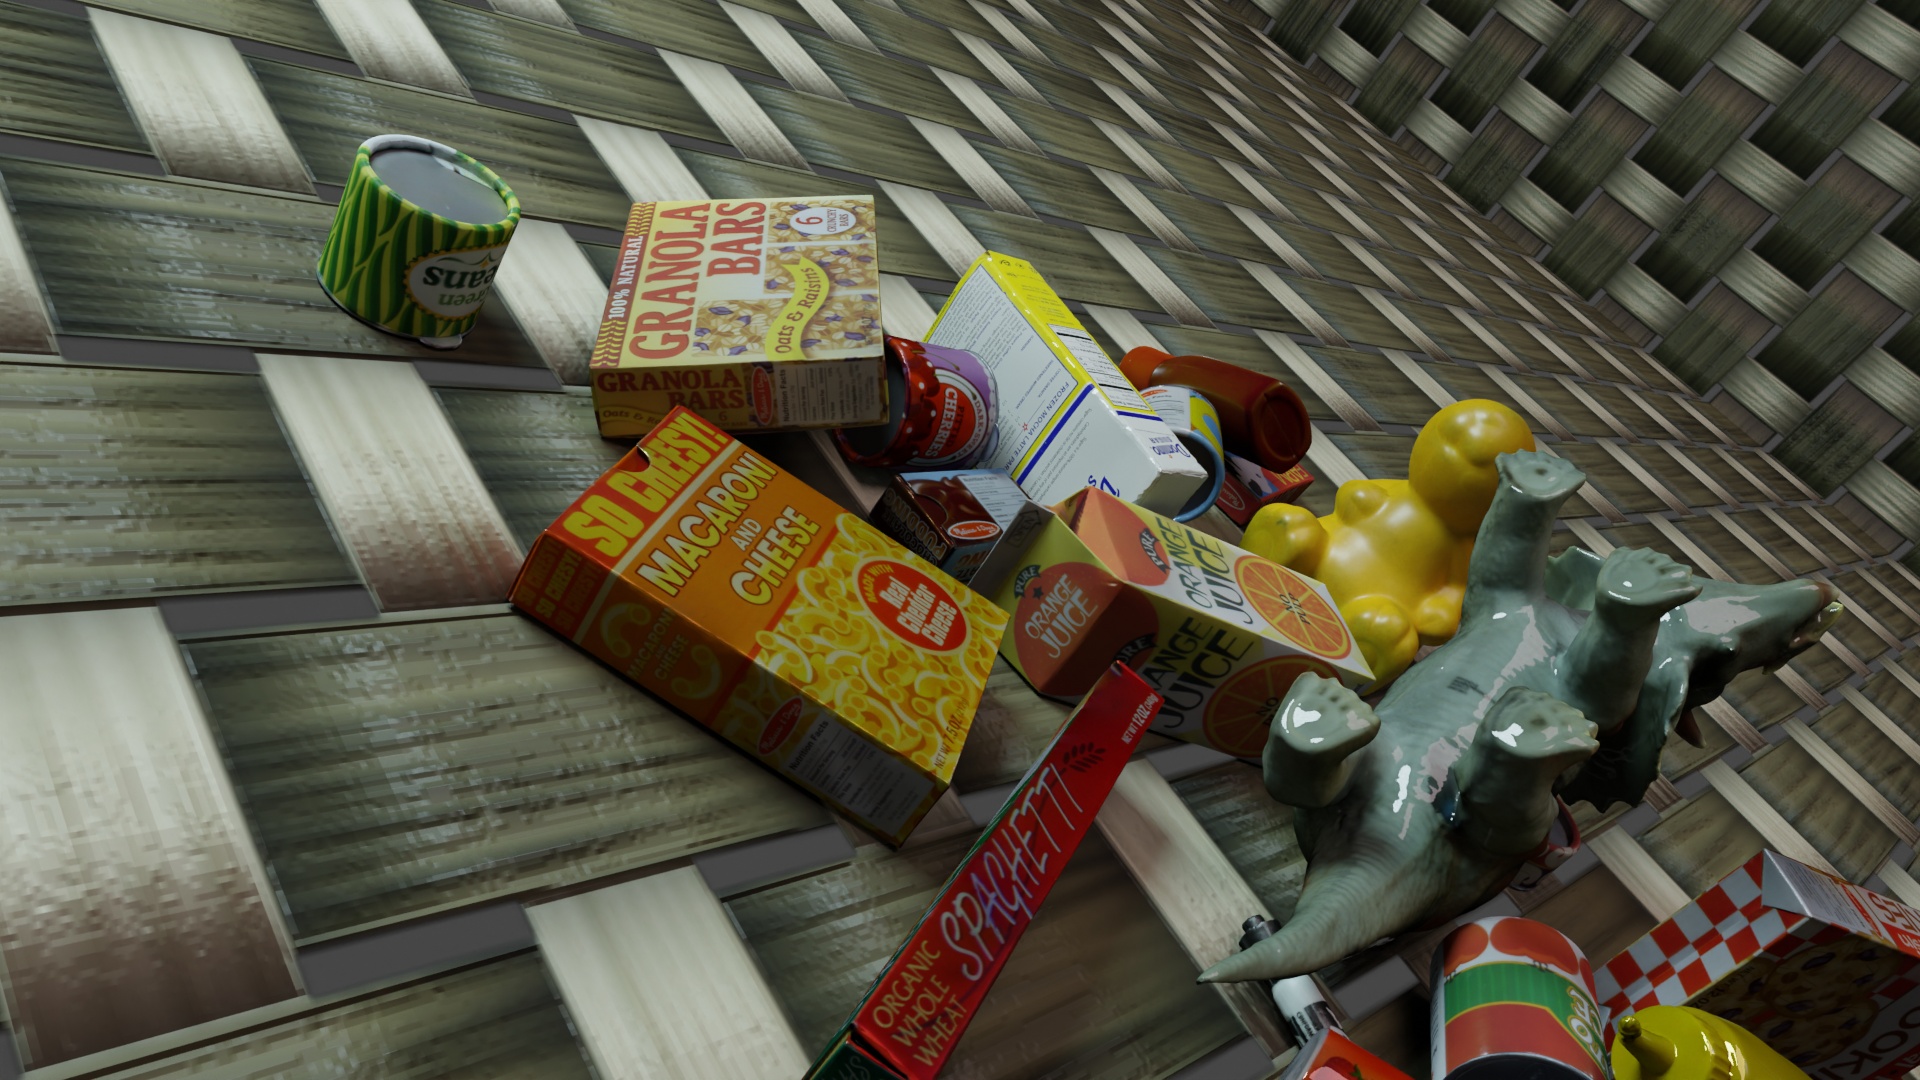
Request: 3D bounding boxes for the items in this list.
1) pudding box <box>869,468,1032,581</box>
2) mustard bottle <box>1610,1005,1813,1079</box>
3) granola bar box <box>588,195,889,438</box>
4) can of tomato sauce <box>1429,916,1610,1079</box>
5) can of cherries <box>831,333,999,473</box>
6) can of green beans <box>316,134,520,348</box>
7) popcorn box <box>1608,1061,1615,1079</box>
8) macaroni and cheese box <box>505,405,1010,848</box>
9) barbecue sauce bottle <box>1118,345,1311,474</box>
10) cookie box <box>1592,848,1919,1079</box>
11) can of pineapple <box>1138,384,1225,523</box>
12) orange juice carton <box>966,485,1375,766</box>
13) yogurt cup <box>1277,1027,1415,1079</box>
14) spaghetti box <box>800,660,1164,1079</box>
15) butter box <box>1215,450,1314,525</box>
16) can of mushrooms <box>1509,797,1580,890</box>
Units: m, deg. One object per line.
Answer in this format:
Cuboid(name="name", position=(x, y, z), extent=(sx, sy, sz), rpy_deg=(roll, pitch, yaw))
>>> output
Cuboid(name="pudding box", position=(0.002, -0.008, 0.670), extent=(0.084, 0.030, 0.050), rpy_deg=(-7, 51, -50))
Cuboid(name="mustard bottle", position=(0.288, 0.212, 0.522), extent=(0.160, 0.048, 0.065), rpy_deg=(36, 17, -23))
Cuboid(name="granola bar box", position=(-0.099, -0.109, 0.649), extent=(0.124, 0.038, 0.166), rpy_deg=(-3, 37, -4))
Cuboid(name="can of tomato sauce", position=(0.224, 0.202, 0.555), extent=(0.071, 0.071, 0.083), rpy_deg=(36, 29, 0))
Cuboid(name="can of cherries", position=(-0.022, -0.066, 0.689), extent=(0.058, 0.071, 0.072), rpy_deg=(6, 41, -42))
Cuboid(name="can of green beans", position=(-0.224, -0.126, 0.577), extent=(0.071, 0.057, 0.071), rpy_deg=(26, 31, -17))
Cuboid(name="popcorn box", position=(0.326, 0.279, 0.579), extent=(0.085, 0.038, 0.127), rpy_deg=(14, 36, -32))
Cuboid(name="macaroni and cheese box", position=(-0.069, 0.026, 0.537), extent=(0.166, 0.040, 0.124), rpy_deg=(33, 28, -5))
Cuboid(name="barbecue sauce bottle", position=(0.156, -0.091, 0.886), extent=(0.064, 0.044, 0.149), rpy_deg=(53, -11, -34))
Cuboid(name="cookie box", position=(0.393, 0.216, 0.654), extent=(0.167, 0.122, 0.040), rpy_deg=(22, 33, -23))
Cuboid(name="can of pineapple", position=(0.122, -0.049, 0.818), extent=(0.071, 0.070, 0.058), rpy_deg=(30, 30, -10))
Cuboid(name="orange juice carton", position=(0.092, 0.038, 0.654), extent=(0.193, 0.071, 0.073), rpy_deg=(21, 32, -25))
Cuboid(name="yogurt cup", position=(0.129, 0.202, 0.464), extent=(0.054, 0.072, 0.073), rpy_deg=(36, 28, 17))
Cuboid(name="spaghetti box", position=(0.016, 0.115, 0.484), extent=(0.029, 0.050, 0.251), rpy_deg=(38, 30, 7))
Cuboid(name="butter box", position=(0.193, -0.043, 0.924), extent=(0.053, 0.024, 0.104), rpy_deg=(45, 31, 18))
Cuboid(name="can of mushrooms", position=(0.295, 0.150, 0.740), extent=(0.071, 0.033, 0.071), rpy_deg=(26, 30, -16))
